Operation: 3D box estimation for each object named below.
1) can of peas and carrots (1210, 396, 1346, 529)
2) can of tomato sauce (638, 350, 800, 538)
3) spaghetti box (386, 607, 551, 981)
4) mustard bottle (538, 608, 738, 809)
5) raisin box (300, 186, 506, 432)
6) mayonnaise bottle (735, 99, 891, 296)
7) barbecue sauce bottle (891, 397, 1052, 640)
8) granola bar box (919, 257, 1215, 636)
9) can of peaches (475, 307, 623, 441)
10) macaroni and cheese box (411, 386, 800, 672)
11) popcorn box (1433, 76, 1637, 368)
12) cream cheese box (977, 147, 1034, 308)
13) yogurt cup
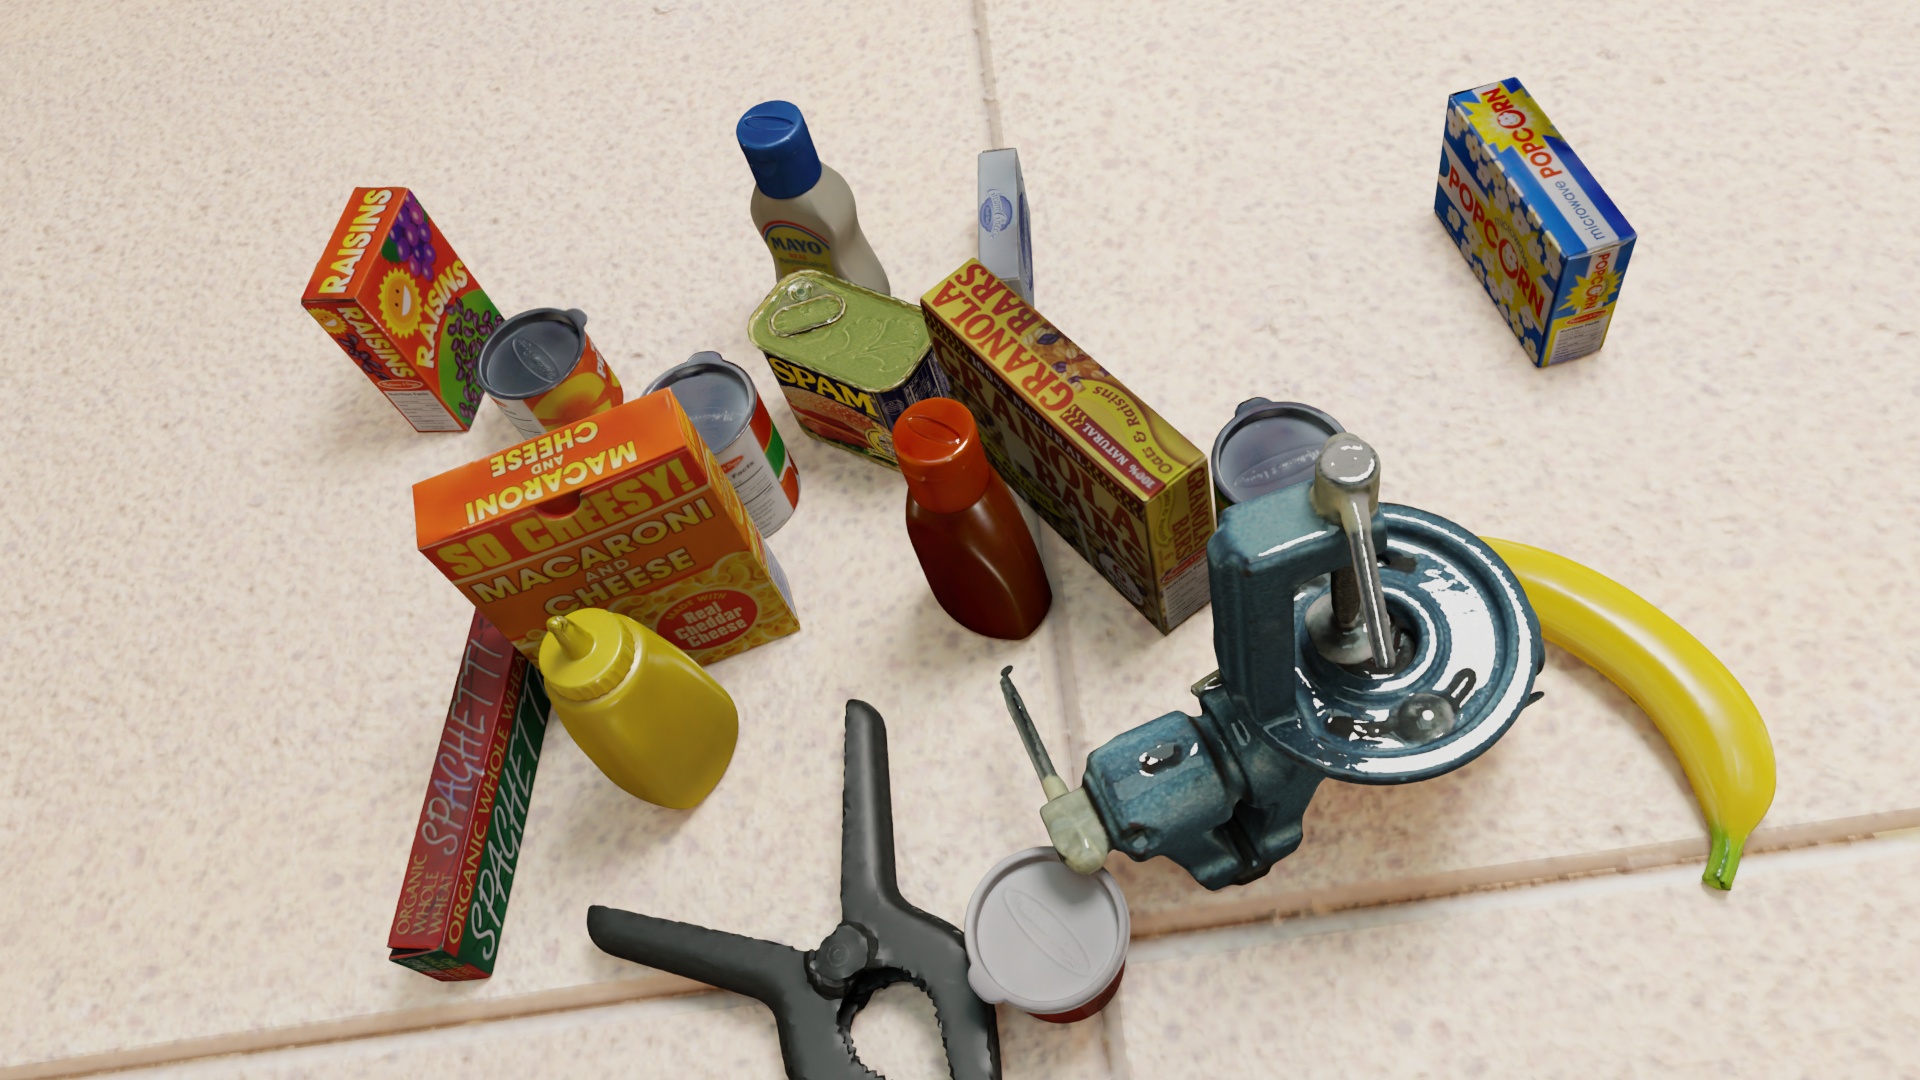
[{"bbox_3d":[0.155,-0.026,0.675,0.071,0.058,0.071,-6,58,9],"label":"can of peas and carrots"},{"bbox_3d":[-0.128,-0.047,0.739,0.071,0.082,0.071,-6,58,10],"label":"can of tomato sauce"},{"bbox_3d":[-0.232,0.090,0.697,0.029,0.050,0.251,-4,58,11],"label":"spaghetti box"},{"bbox_3d":[-0.150,0.068,0.625,0.049,0.159,0.065,18,65,23],"label":"mustard bottle"},{"bbox_3d":[-0.321,-0.133,0.813,0.040,0.123,0.086,2,59,14],"label":"raisin box"},{"bbox_3d":[-0.084,-0.175,0.770,0.065,0.147,0.041,11,62,19],"label":"mayonnaise bottle"},{"bbox_3d":[0.002,-0.008,0.645,0.065,0.148,0.044,25,67,25],"label":"barbecue sauce bottle"},{"bbox_3d":[0.053,-0.044,0.671,0.039,0.123,0.166,-37,58,-11],"label":"granola bar box"},{"bbox_3d":[-0.235,-0.093,0.808,0.071,0.057,0.071,-6,58,9],"label":"can of peaches"},{"bbox_3d":[-0.160,0.011,0.660,0.124,0.165,0.040,-21,57,0],"label":"macaroni and cheese box"},{"bbox_3d":[0.291,-0.164,0.714,0.038,0.085,0.127,-18,56,2],"label":"popcorn box"},{"bbox_3d":[0.026,-0.170,0.798,0.024,0.053,0.104,-6,57,9],"label":"cream cheese box"},{"bbox_3d":[0.039,0.169,0.582,0.072,0.053,0.073,-6,58,9],"label":"yogurt cup"}]
